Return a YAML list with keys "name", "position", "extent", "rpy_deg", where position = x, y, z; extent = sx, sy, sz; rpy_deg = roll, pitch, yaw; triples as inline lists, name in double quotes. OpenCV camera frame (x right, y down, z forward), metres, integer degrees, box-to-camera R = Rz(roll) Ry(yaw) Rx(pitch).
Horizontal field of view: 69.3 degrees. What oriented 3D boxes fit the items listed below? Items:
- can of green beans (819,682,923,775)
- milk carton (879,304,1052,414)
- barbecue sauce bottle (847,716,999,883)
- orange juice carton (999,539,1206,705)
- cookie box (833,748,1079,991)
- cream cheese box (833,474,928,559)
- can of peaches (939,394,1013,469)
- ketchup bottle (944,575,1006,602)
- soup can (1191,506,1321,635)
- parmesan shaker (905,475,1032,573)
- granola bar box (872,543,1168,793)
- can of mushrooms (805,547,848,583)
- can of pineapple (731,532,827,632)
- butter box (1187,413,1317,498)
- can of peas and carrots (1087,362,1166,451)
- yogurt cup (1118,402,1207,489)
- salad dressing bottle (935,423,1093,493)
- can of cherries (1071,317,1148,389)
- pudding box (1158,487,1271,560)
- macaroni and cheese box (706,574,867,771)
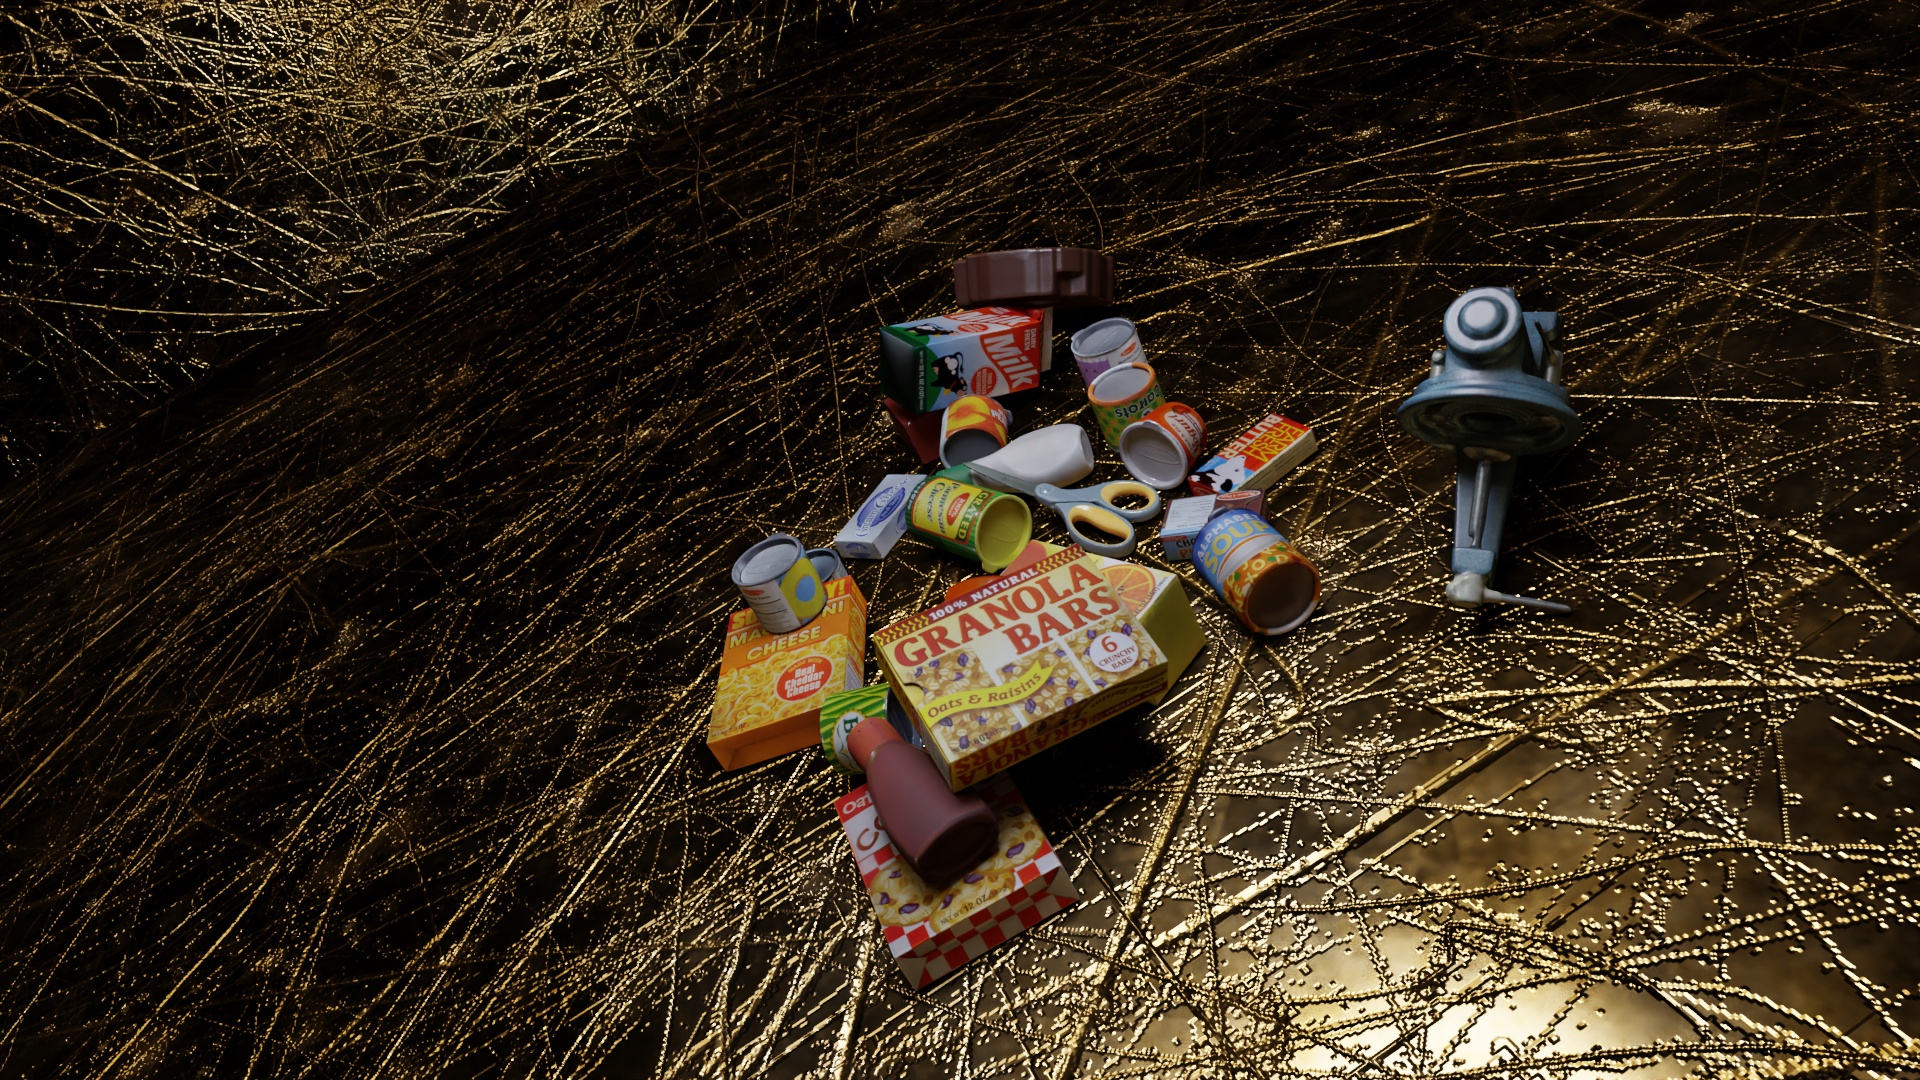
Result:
- name: "can of green beans"
  position: [-0.068, 0.145, 1.070]
  extent: [0.058, 0.071, 0.071]
  rpy_deg: [-13, 35, 20]
- name: "milk carton"
  position: [0.017, -0.190, 1.416]
  extent: [0.191, 0.072, 0.073]
  rpy_deg: [-15, 30, -30]
- name: "barbecue sauce bottle"
  position: [-0.034, 0.171, 0.955]
  extent: [0.065, 0.043, 0.149]
  rpy_deg: [-33, 34, -13]
- name: "orange juice carton"
  position: [0.087, 0.057, 1.082]
  extent: [0.193, 0.072, 0.072]
  rpy_deg: [14, 52, 46]
- name: "cookie box"
  position: [-0.008, 0.211, 0.960]
  extent: [0.123, 0.040, 0.168]
  rpy_deg: [-28, 33, -4]
- name: "cream cheese box"
  position: [-0.074, -0.023, 1.348]
  extent: [0.053, 0.024, 0.104]
  rpy_deg: [2, 41, 38]
- name: "can of peaches"
  position: [0.016, -0.101, 1.357]
  extent: [0.071, 0.071, 0.058]
  rpy_deg: [-16, 34, 15]
- name: "ketchup bottle"
  position: [0.015, 0.096, 1.003]
  extent: [0.064, 0.043, 0.149]
  rpy_deg: [-10, 49, 19]
- name: "soup can"
  position: [0.220, 0.021, 1.043]
  extent: [0.071, 0.071, 0.084]
  rpy_deg: [-28, 33, -4]
- name: "parmesan shaker"
  position: [0.004, -0.016, 1.248]
  extent: [0.071, 0.071, 0.103]
  rpy_deg: [-43, 36, -24]
- name: "granola bar box"
  position: [0.040, 0.083, 0.951]
  extent: [0.166, 0.038, 0.124]
  rpy_deg: [-23, 49, -14]
- name: "can of mushrooms"
  position: [-0.140, 0.041, 1.295]
  extent: [0.071, 0.033, 0.071]
  rpy_deg: [-17, 34, 12]
- name: "can of pineapple"
  position: [-0.156, 0.037, 1.212]
  extent: [0.071, 0.057, 0.071]
  rpy_deg: [-17, 34, 12]
- name: "butter box"
  position: [0.250, -0.066, 1.188]
  extent: [0.104, 0.024, 0.053]
  rpy_deg: [-37, 35, -16]
- name: "can of peas and carrots"
  position: [0.160, -0.124, 1.299]
  extent: [0.071, 0.058, 0.071]
  rpy_deg: [-18, 34, 13]
- name: "yogurt cup"
  position: [0.182, -0.086, 1.228]
  extent: [0.072, 0.072, 0.054]
  rpy_deg: [7, 37, 41]
- name: "salad dressing bottle"
  position: [0.050, -0.067, 1.309]
  extent: [0.147, 0.043, 0.064]
  rpy_deg: [-15, 47, 18]
- name: "can of cherries"
  position: [0.149, -0.180, 1.386]
  extent: [0.071, 0.058, 0.072]
  rpy_deg: [-18, 34, 13]
- name: "pudding box"
  position: [0.209, -0.013, 1.136]
  extent: [0.083, 0.030, 0.050]
  rpy_deg: [-8, 36, 26]
- name: "macaroni and cheese box"
  position: [-0.145, 0.111, 1.193]
  extent: [0.123, 0.040, 0.167]
  rpy_deg: [-18, 34, 11]
